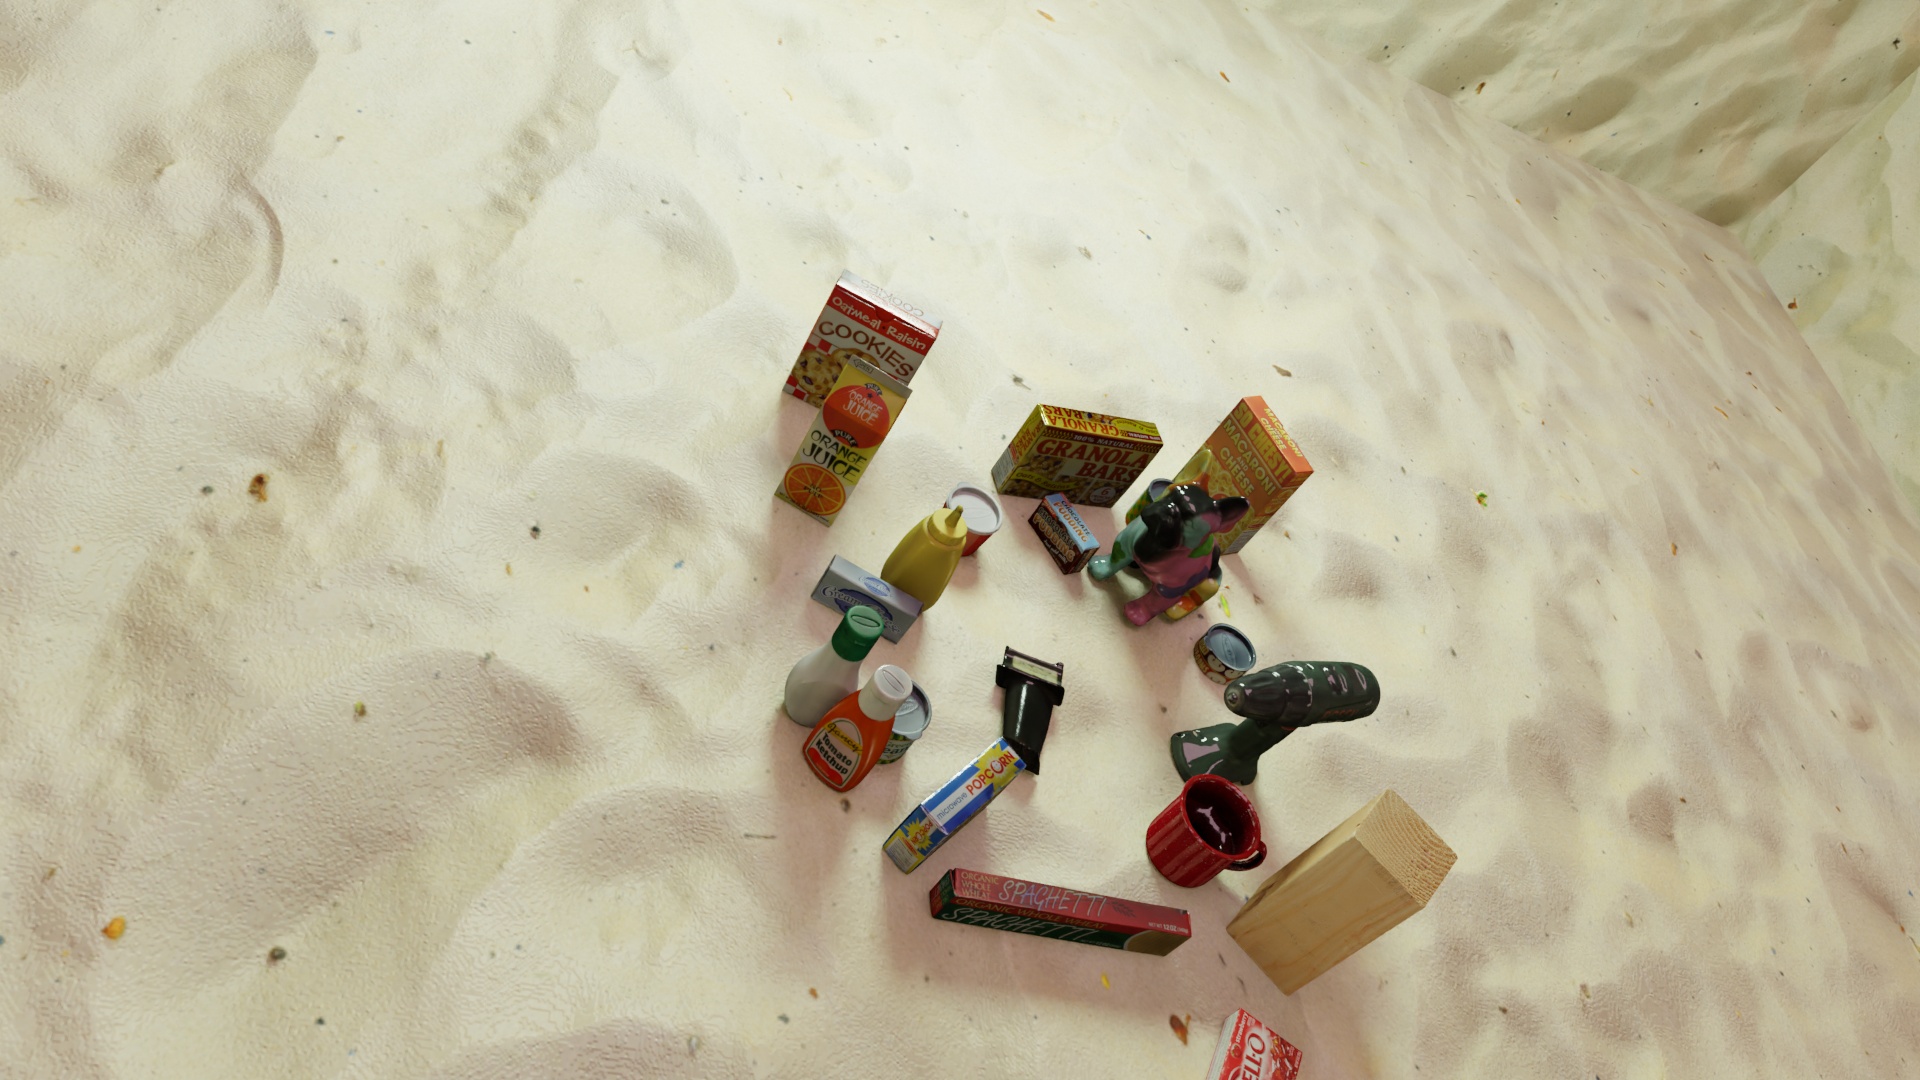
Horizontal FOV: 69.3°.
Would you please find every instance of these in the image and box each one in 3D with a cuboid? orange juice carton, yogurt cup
[{"bbox_3d":[-0.117,-0.109,1.435,0.072,0.191,0.073,31,43,-6],"label":"orange juice carton"},{"bbox_3d":[0.005,-0.019,1.535,0.072,0.053,0.073,18,45,-19],"label":"yogurt cup"}]

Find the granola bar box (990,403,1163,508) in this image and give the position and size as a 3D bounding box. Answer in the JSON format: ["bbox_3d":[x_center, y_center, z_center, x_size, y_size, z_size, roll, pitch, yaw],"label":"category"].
[{"bbox_3d":[0.137,-0.097,1.636,0.166,0.123,0.039,6,50,-28],"label":"granola bar box"}]

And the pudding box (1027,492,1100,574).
[{"bbox_3d":[0.119,-0.008,1.601,0.030,0.049,0.084,-13,61,-40],"label":"pudding box"}]

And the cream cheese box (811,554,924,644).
[{"bbox_3d":[-0.094,0.060,1.400,0.104,0.053,0.024,30,43,-6],"label":"cream cheese box"}]

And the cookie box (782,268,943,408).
[{"bbox_3d":[-0.110,-0.205,1.543,0.123,0.166,0.040,26,43,-10],"label":"cookie box"}]

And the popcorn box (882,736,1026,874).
[{"bbox_3d":[-0.005,0.242,1.271,0.038,0.084,0.127,46,43,11],"label":"popcorn box"}]

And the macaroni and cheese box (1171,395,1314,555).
[{"bbox_3d":[0.348,-0.080,1.724,0.040,0.165,0.124,-8,58,-37],"label":"macaroni and cheese box"}]

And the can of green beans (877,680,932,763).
[{"bbox_3d":[-0.069,0.170,1.316,0.071,0.057,0.071,18,45,-19],"label":"can of green beans"}]

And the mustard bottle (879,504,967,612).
[{"bbox_3d":[-0.030,0.012,1.406,0.065,0.159,0.049,18,45,-19],"label":"mustard bottle"}]

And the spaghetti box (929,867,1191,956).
[{"bbox_3d":[0.093,0.342,1.271,0.250,0.050,0.029,15,46,-21],"label":"spaghetti box"}]

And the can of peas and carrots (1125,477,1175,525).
[{"bbox_3d":[0.244,-0.031,1.694,0.071,0.058,0.071,18,45,-19],"label":"can of peas and carrots"}]

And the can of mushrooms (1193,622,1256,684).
[{"bbox_3d":[0.303,0.131,1.605,0.071,0.033,0.071,18,45,-19],"label":"can of mushrooms"}]

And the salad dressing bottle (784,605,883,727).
[{"bbox_3d":[-0.114,0.115,1.269,0.064,0.147,0.044,19,45,-18],"label":"salad dressing bottle"}]

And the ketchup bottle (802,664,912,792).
[{"bbox_3d":[-0.089,0.164,1.241,0.065,0.148,0.044,45,43,10],"label":"ketchup bottle"}]
